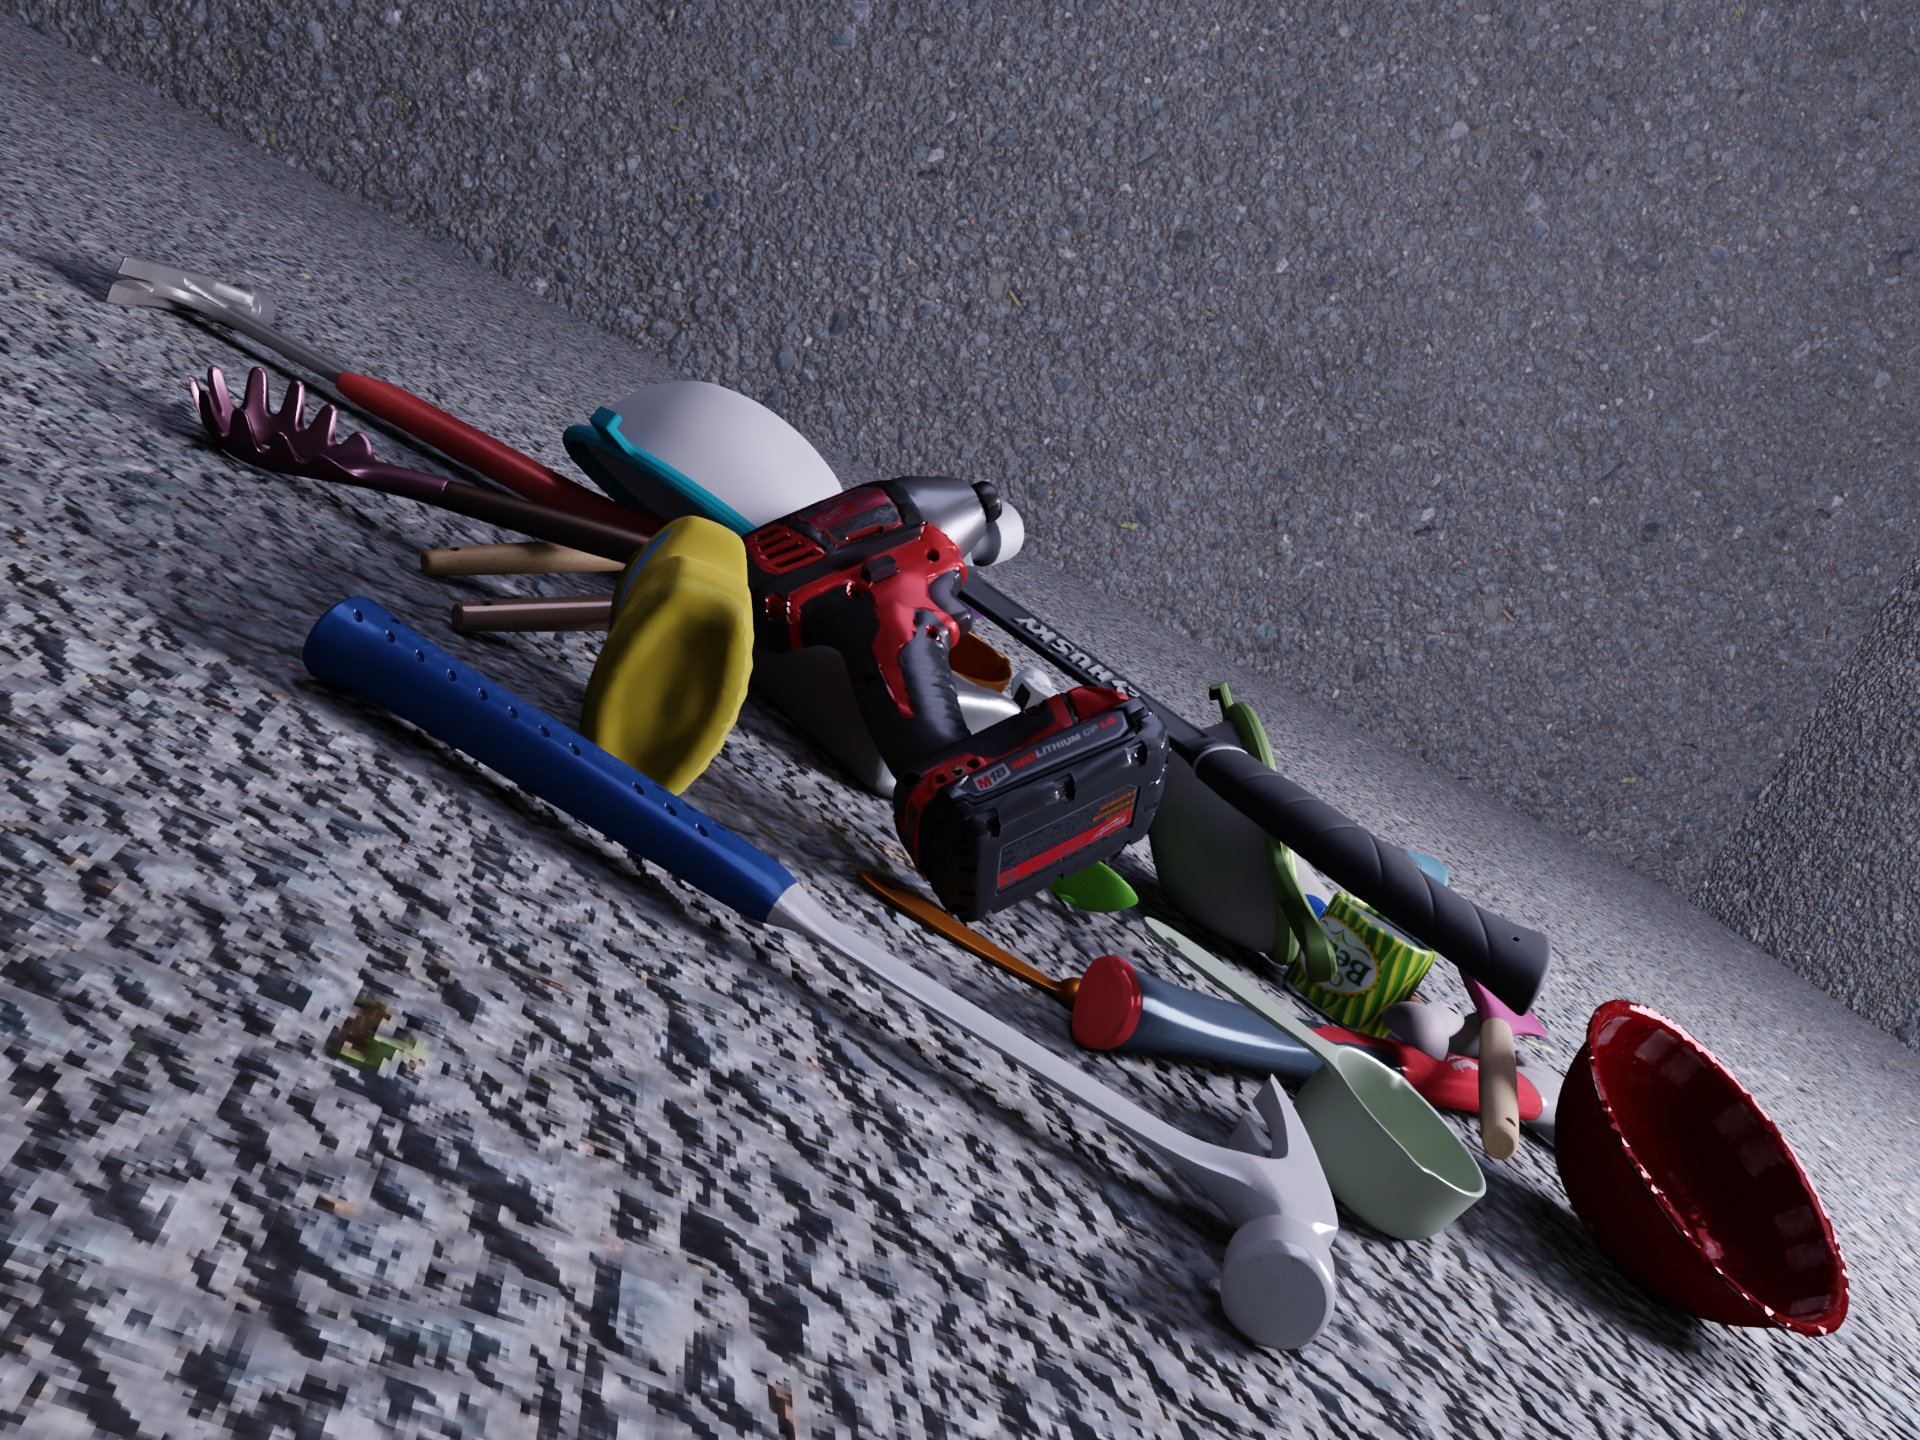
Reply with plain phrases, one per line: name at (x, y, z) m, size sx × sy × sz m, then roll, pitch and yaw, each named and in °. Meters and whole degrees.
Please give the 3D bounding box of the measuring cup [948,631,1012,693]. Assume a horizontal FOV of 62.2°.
measuring cup at (-0.001, -0.003, 0.938) m, size 0.095 × 0.052 × 0.174 m, roll 13°, pitch 27°, yaw -35°

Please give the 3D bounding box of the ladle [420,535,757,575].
ladle at (-0.149, -0.094, 0.883) m, size 0.315 × 0.031 × 0.069 m, roll -9°, pitch 29°, yaw -44°

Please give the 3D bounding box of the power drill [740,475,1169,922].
power drill at (-0.004, -0.028, 0.742) m, size 0.220 × 0.143 × 0.078 m, roll 54°, pitch -22°, yaw 30°

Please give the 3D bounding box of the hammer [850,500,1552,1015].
hammer at (0.113, 0.011, 0.799) m, size 0.409 × 0.036 × 0.149 m, roll 37°, pitch 39°, yaw 25°

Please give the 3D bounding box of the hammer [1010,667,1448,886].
hammer at (0.189, 0.049, 1.118) m, size 0.331 × 0.033 × 0.128 m, roll 24°, pitch 11°, yaw -6°

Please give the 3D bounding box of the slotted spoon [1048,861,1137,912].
slotted spoon at (0.028, 0.042, 0.924) m, size 0.070 × 0.031 × 0.314 m, roll 40°, pitch 3°, yaw -22°

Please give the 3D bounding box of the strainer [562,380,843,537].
strainer at (-0.099, -0.122, 1.068) m, size 0.340 × 0.095 × 0.211 m, roll 35°, pitch -9°, yaw -15°

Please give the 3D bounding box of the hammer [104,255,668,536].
hammer at (-0.356, -0.197, 1.027) m, size 0.359 × 0.036 × 0.149 m, roll 29°, pitch 11°, yaw 1°

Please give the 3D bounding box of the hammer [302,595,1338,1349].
hammer at (-0.052, 0.070, 0.560) m, size 0.405 × 0.035 × 0.144 m, roll 30°, pitch 11°, yaw 8°

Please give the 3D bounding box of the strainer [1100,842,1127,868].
strainer at (0.068, 0.036, 0.975) m, size 0.050 × 0.087 × 0.258 m, roll -19°, pitch 11°, yaw -7°

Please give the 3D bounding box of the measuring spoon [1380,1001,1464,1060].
measuring spoon at (0.236, 0.145, 0.787) m, size 0.034 × 0.018 × 0.124 m, roll 36°, pitch 13°, yaw 24°

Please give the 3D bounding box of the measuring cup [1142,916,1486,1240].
measuring cup at (0.129, 0.141, 0.628) m, size 0.167 × 0.038 × 0.083 m, roll 38°, pitch 15°, yaw 2°

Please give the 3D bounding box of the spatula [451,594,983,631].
spatula at (-0.114, -0.059, 0.825) m, size 0.315 × 0.018 × 0.060 m, roll -6°, pitch 31°, yaw -44°

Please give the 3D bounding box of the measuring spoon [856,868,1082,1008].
measuring spoon at (0.008, 0.091, 0.677) m, size 0.117 × 0.011 × 0.021 m, roll 30°, pitch 10°, yaw 4°

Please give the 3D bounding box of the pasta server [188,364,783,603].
pasta server at (-0.232, -0.113, 0.802) m, size 0.316 × 0.040 × 0.060 m, roll 16°, pitch 25°, yaw -1°

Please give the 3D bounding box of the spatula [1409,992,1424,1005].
spatula at (0.250, 0.117, 1.102) m, size 0.082 × 0.044 × 0.318 m, roll 20°, pitch 14°, yaw -17°

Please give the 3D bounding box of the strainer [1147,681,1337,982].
strainer at (0.143, 0.083, 0.855) m, size 0.069 × 0.151 × 0.256 m, roll -9°, pitch 15°, yaw 3°

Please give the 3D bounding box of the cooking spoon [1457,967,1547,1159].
cooking spoon at (0.267, 0.162, 0.795) m, size 0.069 × 0.017 × 0.319 m, roll 43°, pitch 15°, yaw 11°

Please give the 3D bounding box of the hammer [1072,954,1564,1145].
hammer at (0.199, 0.169, 0.741) m, size 0.386 × 0.038 × 0.143 m, roll 20°, pitch 16°, yaw -41°
